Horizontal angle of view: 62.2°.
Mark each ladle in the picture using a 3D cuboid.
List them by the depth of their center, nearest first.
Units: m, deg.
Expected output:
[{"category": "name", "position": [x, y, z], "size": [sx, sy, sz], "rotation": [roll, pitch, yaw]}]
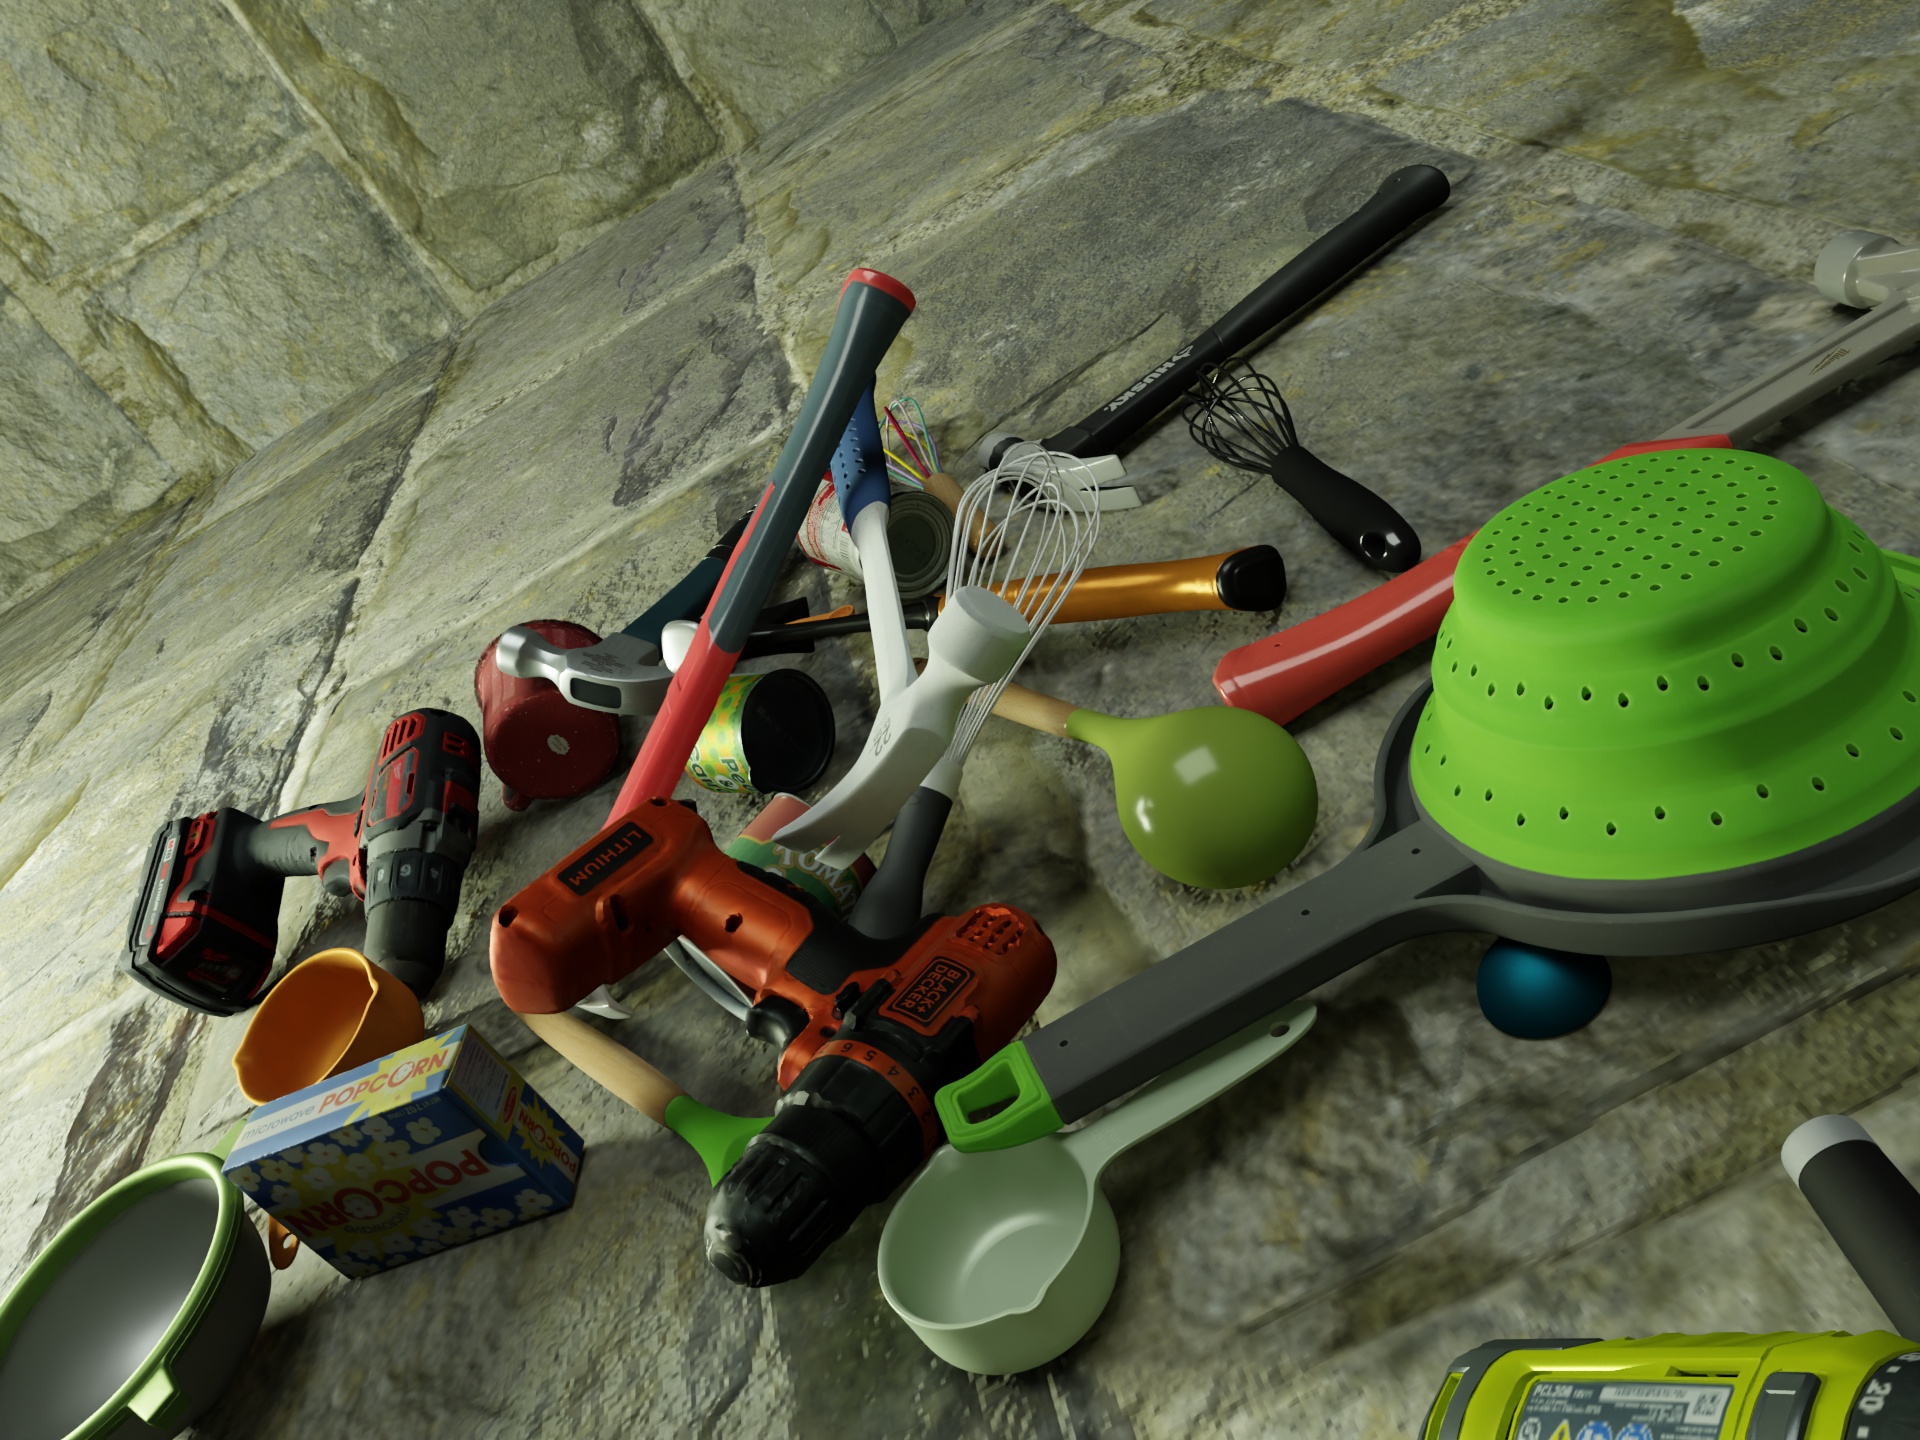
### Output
[{"category": "ladle", "position": [0.049, 0.007, 0.739], "size": [0.078, 0.062, 0.320], "rotation": [-38, 23, -14]}]

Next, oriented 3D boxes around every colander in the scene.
[{"category": "colander", "position": [0.156, 0.014, 0.518], "size": [0.397, 0.094, 0.205], "rotation": [-28, 26, -3]}]

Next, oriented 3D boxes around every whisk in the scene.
[{"category": "whisk", "position": [-0.002, -0.002, 0.717], "size": [0.070, 0.070, 0.285], "rotation": [0, 63, 44]}, {"category": "whisk", "position": [0.171, -0.132, 0.810], "size": [0.055, 0.055, 0.239], "rotation": [-32, 34, 2]}, {"category": "whisk", "position": [-0.017, -0.160, 1.042], "size": [0.051, 0.047, 0.245], "rotation": [-44, 33, 6]}]

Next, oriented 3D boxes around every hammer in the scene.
[{"category": "hammer", "position": [0.271, -0.089, 0.659], "size": [0.359, 0.036, 0.149], "rotation": [-31, 30, 4]}, {"category": "hammer", "position": [-0.112, -0.044, 0.780], "size": [0.386, 0.038, 0.143], "rotation": [-65, 24, -3]}, {"category": "hammer", "position": [-0.048, -0.088, 0.782], "size": [0.144, 0.035, 0.406], "rotation": [-54, 24, 23]}, {"category": "hammer", "position": [0.009, -0.058, 0.839], "size": [0.337, 0.034, 0.127], "rotation": [-4, 7, 31]}, {"category": "hammer", "position": [0.171, -0.238, 0.979], "size": [0.335, 0.035, 0.146], "rotation": [-38, 29, -9]}, {"category": "hammer", "position": [-0.152, -0.104, 1.036], "size": [0.128, 0.033, 0.331], "rotation": [19, 39, 13]}]

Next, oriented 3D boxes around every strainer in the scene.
[{"category": "strainer", "position": [-0.401, 0.297, 0.707], "size": [0.256, 0.069, 0.152], "rotation": [-30, 34, 11]}]

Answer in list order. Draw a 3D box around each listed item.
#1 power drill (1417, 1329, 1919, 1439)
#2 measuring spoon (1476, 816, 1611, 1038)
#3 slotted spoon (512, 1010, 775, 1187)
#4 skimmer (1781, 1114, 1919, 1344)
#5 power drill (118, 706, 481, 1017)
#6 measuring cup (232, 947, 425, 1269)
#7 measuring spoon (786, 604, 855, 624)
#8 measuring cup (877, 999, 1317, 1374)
[{"category": "power drill", "position": [0.132, 0.208, 0.260], "size": [0.229, 0.080, 0.190], "rotation": [-56, 10, -32]}, {"category": "measuring spoon", "position": [0.193, 0.050, 0.539], "size": [0.042, 0.021, 0.129], "rotation": [-16, 36, 28]}, {"category": "slotted spoon", "position": [-0.131, 0.161, 0.689], "size": [0.070, 0.031, 0.314], "rotation": [-47, 30, -23]}, {"category": "skimmer", "position": [0.225, 0.181, 0.245], "size": [0.127, 0.090, 0.364], "rotation": [-34, 28, 13]}, {"category": "power drill", "position": [-0.386, 0.106, 0.950], "size": [0.226, 0.080, 0.188], "rotation": [-22, 50, 18]}, {"category": "measuring cup", "position": [-0.313, 0.198, 0.794], "size": [0.095, 0.052, 0.174], "rotation": [-27, 47, 13]}, {"category": "measuring spoon", "position": [-0.110, -0.052, 1.002], "size": [0.117, 0.011, 0.021], "rotation": [-14, 33, 37]}, {"category": "measuring cup", "position": [0.053, 0.149, 0.520], "size": [0.167, 0.038, 0.083], "rotation": [-32, 28, -8]}]
